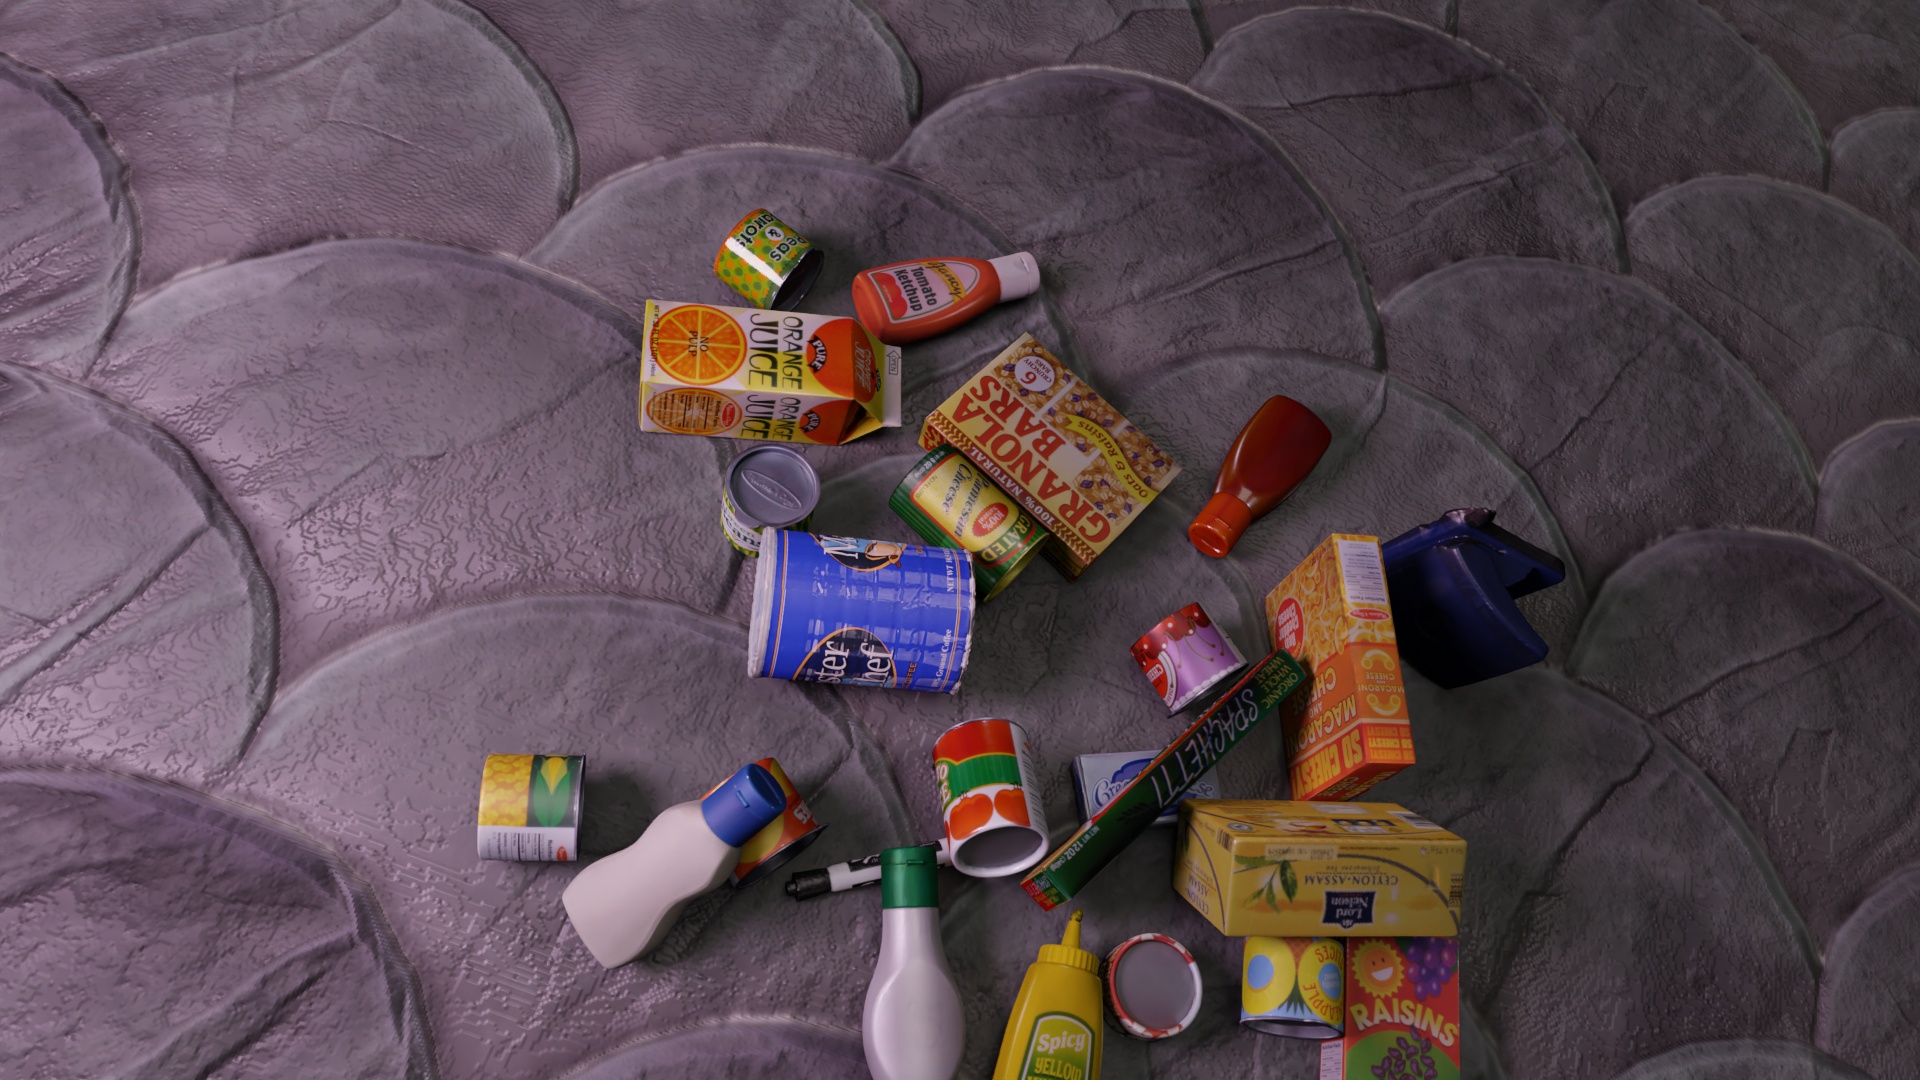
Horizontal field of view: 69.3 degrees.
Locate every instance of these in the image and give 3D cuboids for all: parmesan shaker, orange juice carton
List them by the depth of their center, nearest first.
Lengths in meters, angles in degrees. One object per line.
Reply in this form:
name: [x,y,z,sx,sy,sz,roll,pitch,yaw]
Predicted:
parmesan shaker: [0.004,-0.013,1.017,0.103,0.071,0.071,42,62,8]
orange juice carton: [-0.138,-0.122,1.031,0.193,0.072,0.072,3,64,-13]

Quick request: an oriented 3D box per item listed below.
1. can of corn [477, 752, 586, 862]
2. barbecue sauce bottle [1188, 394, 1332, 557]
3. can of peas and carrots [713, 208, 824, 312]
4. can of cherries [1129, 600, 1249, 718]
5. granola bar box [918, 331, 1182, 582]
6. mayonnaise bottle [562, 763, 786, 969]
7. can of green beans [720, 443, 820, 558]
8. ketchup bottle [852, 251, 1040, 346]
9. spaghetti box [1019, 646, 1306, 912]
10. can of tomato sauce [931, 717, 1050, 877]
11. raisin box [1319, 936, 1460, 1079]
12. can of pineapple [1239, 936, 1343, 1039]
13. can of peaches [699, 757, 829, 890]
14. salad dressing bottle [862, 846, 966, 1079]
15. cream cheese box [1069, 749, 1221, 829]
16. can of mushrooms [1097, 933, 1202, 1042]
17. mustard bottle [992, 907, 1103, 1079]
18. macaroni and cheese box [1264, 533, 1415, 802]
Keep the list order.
can of corn: [-0.265,0.164,0.864,0.058,0.071,0.071,3,64,-12]
barbecue sauce bottle: [0.235,-0.049,1.105,0.065,0.043,0.149,38,62,6]
can of peas and carrots: [-0.148,-0.216,1.075,0.059,0.070,0.071,37,62,6]
can of cherries: [0.163,0.086,1.008,0.072,0.071,0.058,-27,74,-24]
granola bar box: [0.069,-0.066,1.074,0.165,0.039,0.125,42,62,8]
mayonnaise bottle: [-0.171,0.194,0.844,0.148,0.041,0.065,-40,75,10]
can of green beans: [-0.137,-0.027,0.993,0.071,0.057,0.071,6,64,-12]
ketchup bottle: [-0.009,-0.200,1.118,0.149,0.043,0.065,-17,70,-22]
spaghetti box: [0.143,0.159,0.948,0.251,0.050,0.029,-37,81,-26]
can of tomato sauce: [0.018,0.171,0.918,0.071,0.070,0.083,1,45,-14]
raisin box: [0.290,0.326,0.938,0.086,0.040,0.124,13,63,-7]
can of pineapple: [0.221,0.294,0.919,0.071,0.070,0.058,13,62,-8]
can of peaches: [-0.129,0.179,0.889,0.071,0.071,0.058,-30,74,-25]
salad dressing bottle: [-0.030,0.269,0.873,0.064,0.044,0.148,3,71,-15]
cream cheese box: [0.132,0.176,0.980,0.104,0.024,0.053,-1,65,-15]
can of mushrooms: [0.122,0.294,0.915,0.071,0.033,0.071,6,64,-12]
mustard bottle: [0.060,0.311,0.882,0.065,0.048,0.161,17,62,-7]
macaroni and cheese box: [0.270,0.096,0.997,0.040,0.123,0.167,3,64,-11]
